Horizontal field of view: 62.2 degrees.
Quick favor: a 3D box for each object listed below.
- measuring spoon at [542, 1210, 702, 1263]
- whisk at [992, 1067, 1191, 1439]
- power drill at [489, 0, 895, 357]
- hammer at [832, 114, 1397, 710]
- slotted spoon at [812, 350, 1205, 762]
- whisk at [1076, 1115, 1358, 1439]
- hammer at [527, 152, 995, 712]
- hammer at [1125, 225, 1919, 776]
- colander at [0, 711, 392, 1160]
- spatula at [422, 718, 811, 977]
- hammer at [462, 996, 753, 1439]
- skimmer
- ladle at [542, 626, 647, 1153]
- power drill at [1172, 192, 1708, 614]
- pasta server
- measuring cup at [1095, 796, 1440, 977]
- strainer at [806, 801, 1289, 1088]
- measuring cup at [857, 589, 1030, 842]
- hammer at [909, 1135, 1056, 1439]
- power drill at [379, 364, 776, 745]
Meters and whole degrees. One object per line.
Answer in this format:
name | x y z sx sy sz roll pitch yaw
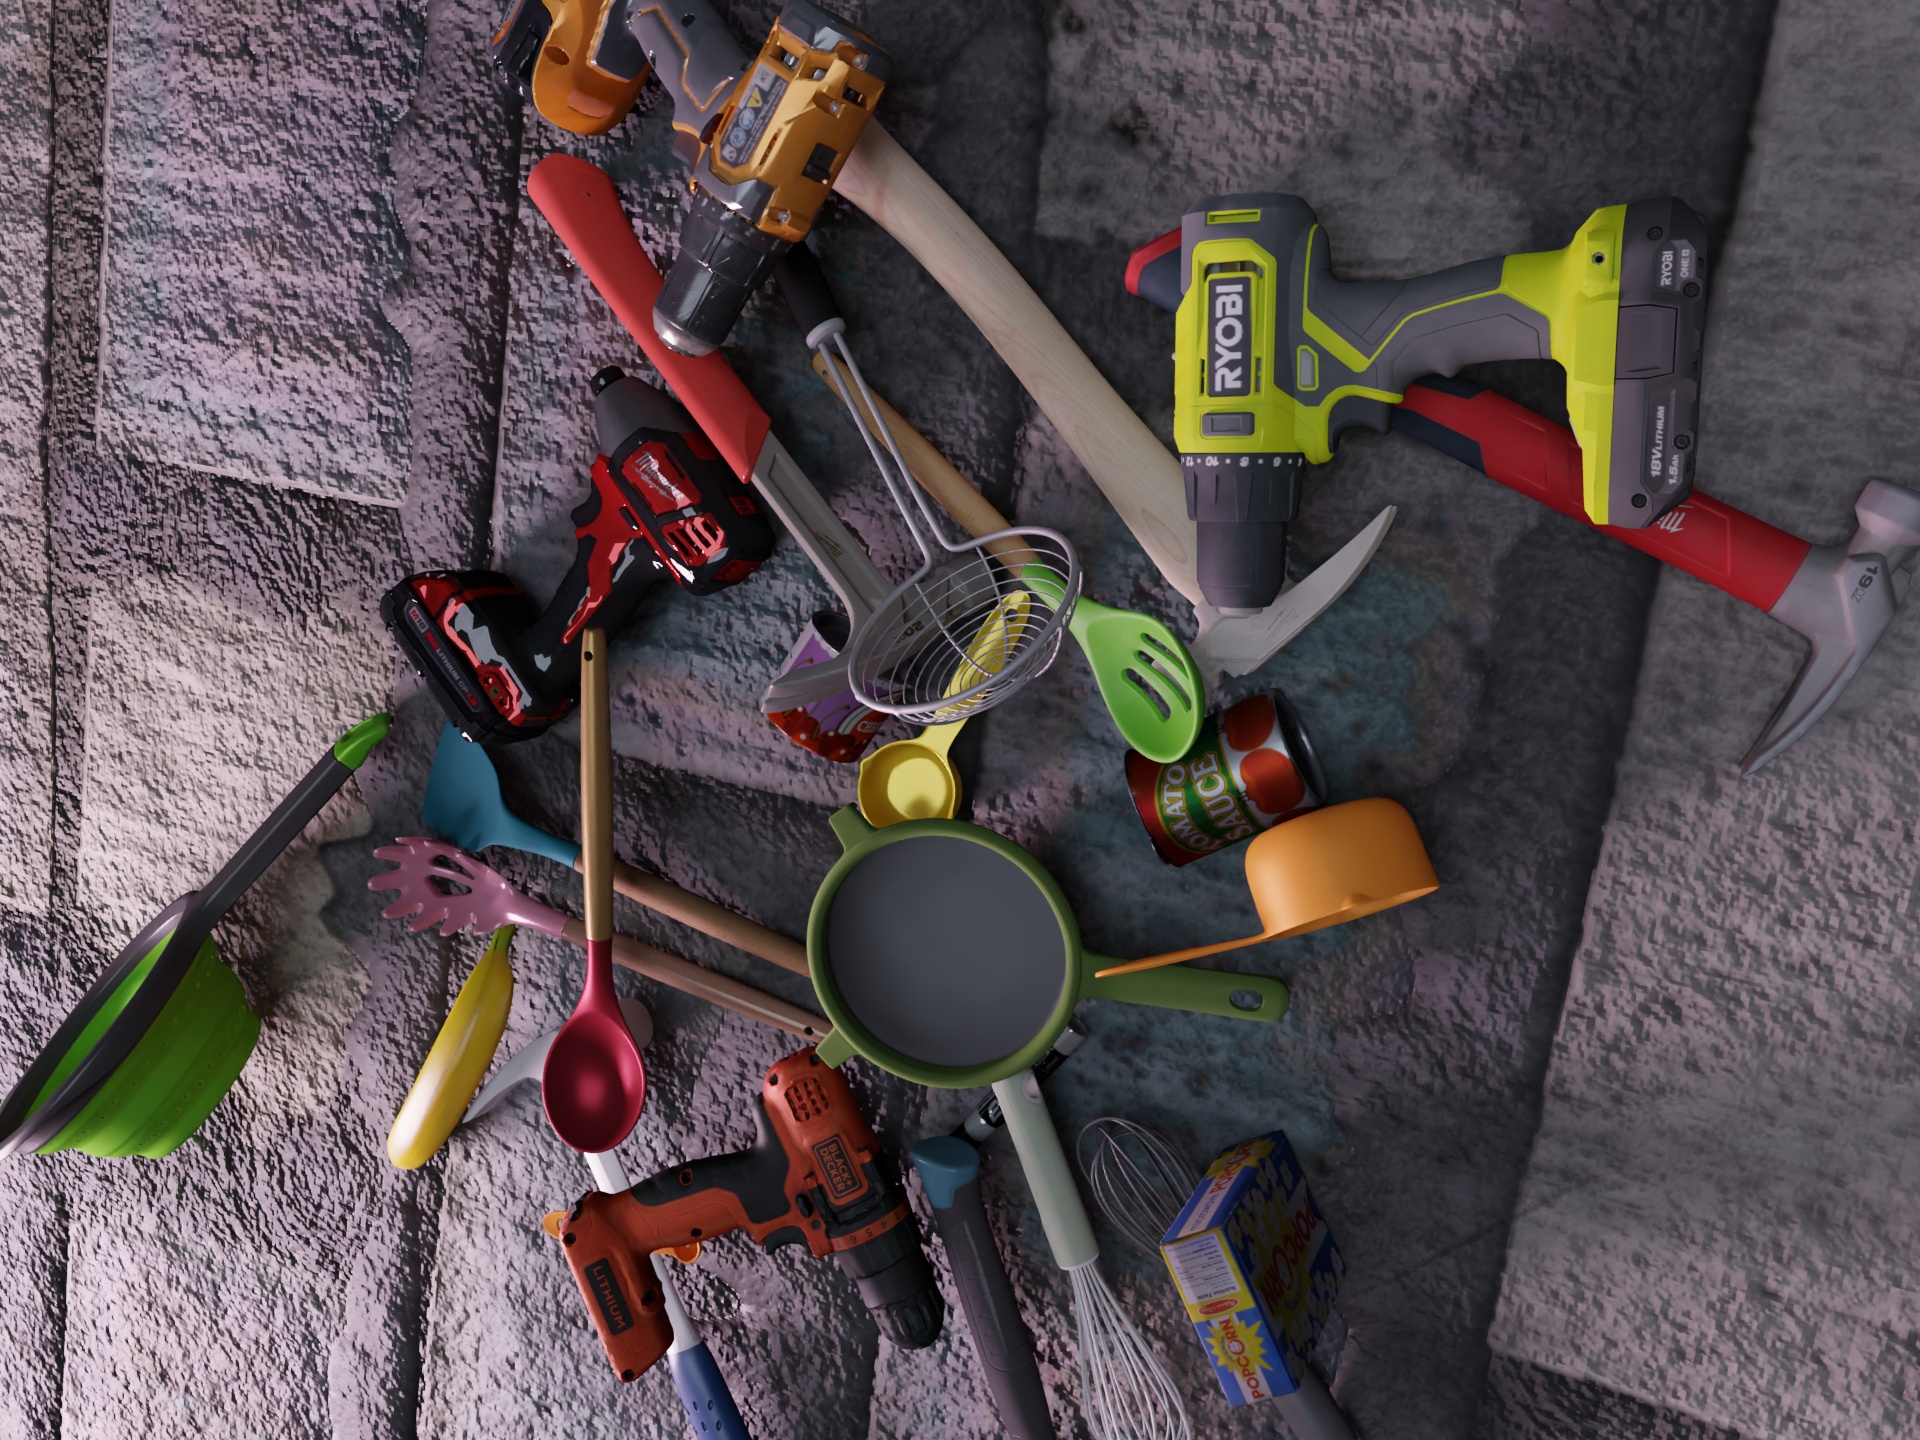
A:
measuring spoon | -0.206 0.314 0.972 0.117 0.011 0.021 0 90 24
whisk | 0.067 0.302 0.873 0.059 0.058 0.246 -20 91 31
power drill | -0.156 -0.319 0.847 0.226 0.084 0.185 42 112 25
hammer | 0.045 -0.203 0.832 0.146 0.038 0.411 -42 81 19
slotted spoon | 0.021 -0.098 0.833 0.314 0.031 0.070 47 138 22
whisk | 0.142 0.311 0.854 0.055 0.055 0.239 -37 88 21
hammer | -0.140 -0.171 0.872 0.359 0.149 0.036 53 149 14
hammer | 0.244 -0.124 0.763 0.386 0.038 0.143 31 108 15
colander | -0.482 0.163 1.052 0.397 0.205 0.094 -47 114 4
spatula | -0.205 0.090 0.975 0.317 0.044 0.082 23 105 12
hammer | -0.181 0.382 0.994 0.144 0.035 0.405 -25 87 22
skimmer | -0.054 -0.161 0.810 0.127 0.090 0.363 -29 73 10
ladle | -0.211 0.101 0.922 0.069 0.031 0.315 7 104 15
power drill | 0.206 -0.141 0.714 0.228 0.080 0.190 4 100 25
pasta server | -0.221 0.139 0.975 0.316 0.040 0.060 19 103 16
measuring cup | 0.145 0.083 0.788 0.173 0.095 0.052 -16 76 7
strainer | 0.048 0.124 0.860 0.256 0.069 0.151 6 104 10
measuring cup | -0.001 -0.003 0.886 0.062 0.029 0.156 32 95 14
hammer | 0.039 0.392 0.883 0.128 0.033 0.331 -19 89 48
power drill | -0.225 -0.096 0.931 0.219 0.078 0.143 -37 84 18
